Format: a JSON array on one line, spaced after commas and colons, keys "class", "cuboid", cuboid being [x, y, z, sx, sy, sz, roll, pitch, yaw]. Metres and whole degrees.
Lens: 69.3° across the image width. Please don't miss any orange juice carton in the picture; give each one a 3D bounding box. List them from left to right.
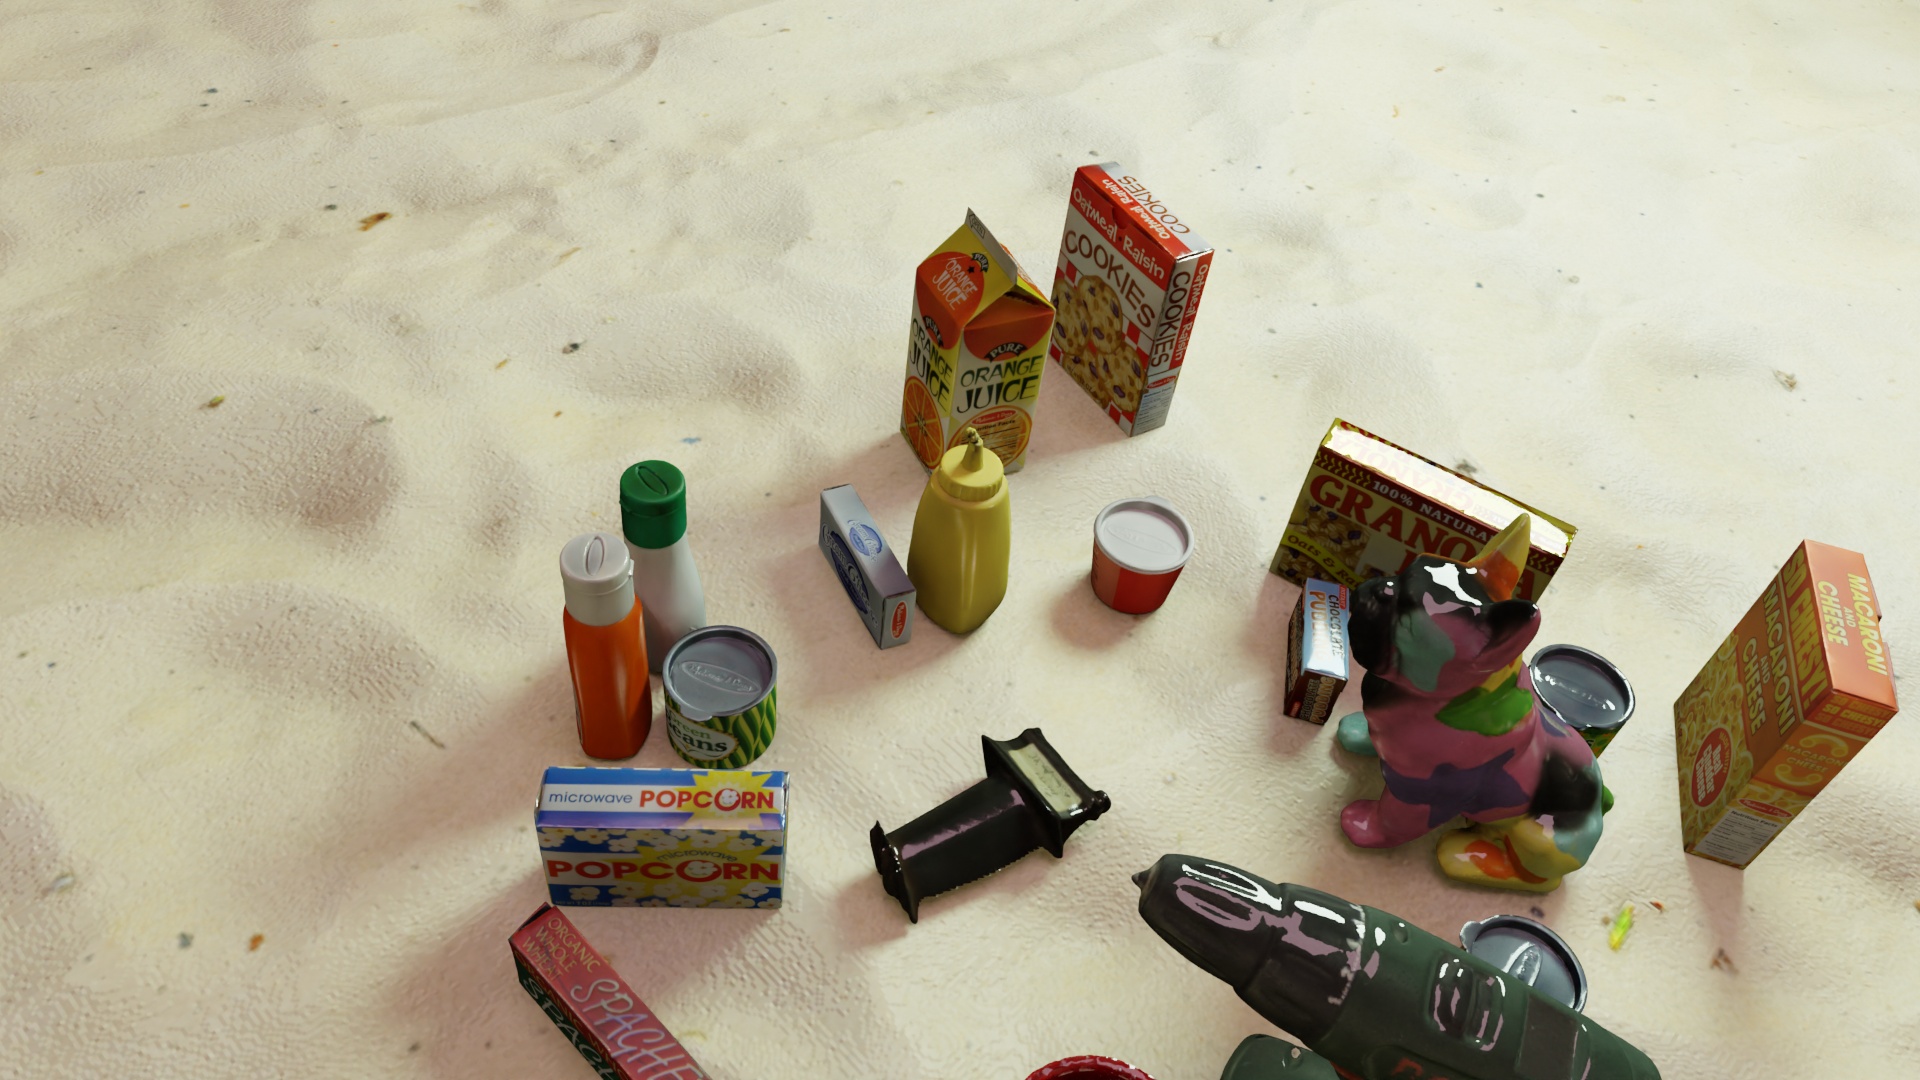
[{"class": "orange juice carton", "cuboid": [0.011, -0.132, 0.964, 0.073, 0.191, 0.072, -15, 51, -22]}]

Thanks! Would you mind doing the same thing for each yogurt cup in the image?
[{"class": "yogurt cup", "cuboid": [0.119, 0.013, 0.939, 0.072, 0.053, 0.073, 4, 46, -4]}]

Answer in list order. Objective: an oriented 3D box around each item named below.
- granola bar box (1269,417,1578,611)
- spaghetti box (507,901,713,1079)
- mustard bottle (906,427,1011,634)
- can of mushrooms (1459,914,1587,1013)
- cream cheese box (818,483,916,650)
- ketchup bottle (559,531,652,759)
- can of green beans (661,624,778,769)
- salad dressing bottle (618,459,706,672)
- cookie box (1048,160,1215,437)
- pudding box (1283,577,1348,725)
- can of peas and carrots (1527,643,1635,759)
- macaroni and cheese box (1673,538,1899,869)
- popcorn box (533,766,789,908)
[{"class": "granola bar box", "cuboid": [0.302, 0.007, 0.924, 0.166, 0.123, 0.039, 28, 49, 17]}, {"class": "spaghetti box", "cuboid": [-0.129, 0.272, 0.658, 0.250, 0.049, 0.029, 37, 52, 24]}, {"class": "mustard bottle", "cuboid": [0.003, -0.011, 0.871, 0.049, 0.159, 0.065, -32, 59, -32]}, {"class": "can of mushrooms", "cuboid": [0.303, 0.242, 0.764, 0.071, 0.033, 0.071, 4, 46, -5]}, {"class": "cream cheese box", "cuboid": [-0.063, 0.016, 0.908, 0.024, 0.053, 0.104, -16, 51, -22]}, {"class": "ketchup bottle", "cuboid": [-0.199, 0.058, 0.783, 0.043, 0.148, 0.065, 1, 47, -8]}, {"class": "can of green beans", "cuboid": [-0.141, 0.093, 0.820, 0.071, 0.057, 0.071, 4, 46, -4]}, {"class": "salad dressing bottle", "cuboid": [-0.179, 0.017, 0.825, 0.044, 0.146, 0.064, -30, 58, -31]}, {"class": "cookie box", "cuboid": [0.121, -0.180, 1.045, 0.040, 0.166, 0.123, -21, 53, -25]}, {"class": "pudding box", "cuboid": [0.232, 0.071, 0.904, 0.030, 0.049, 0.084, 13, 46, 4]}, {"class": "can of peas and carrots", "cuboid": [0.383, 0.111, 0.883, 0.071, 0.058, 0.071, 4, 46, -4]}, {"class": "macaroni and cheese box", "cuboid": [0.490, 0.100, 0.835, 0.040, 0.165, 0.124, 17, 47, 7]}, {"class": "popcorn box", "cuboid": [-0.156, 0.159, 0.737, 0.127, 0.084, 0.038, 2, 47, -7]}]
